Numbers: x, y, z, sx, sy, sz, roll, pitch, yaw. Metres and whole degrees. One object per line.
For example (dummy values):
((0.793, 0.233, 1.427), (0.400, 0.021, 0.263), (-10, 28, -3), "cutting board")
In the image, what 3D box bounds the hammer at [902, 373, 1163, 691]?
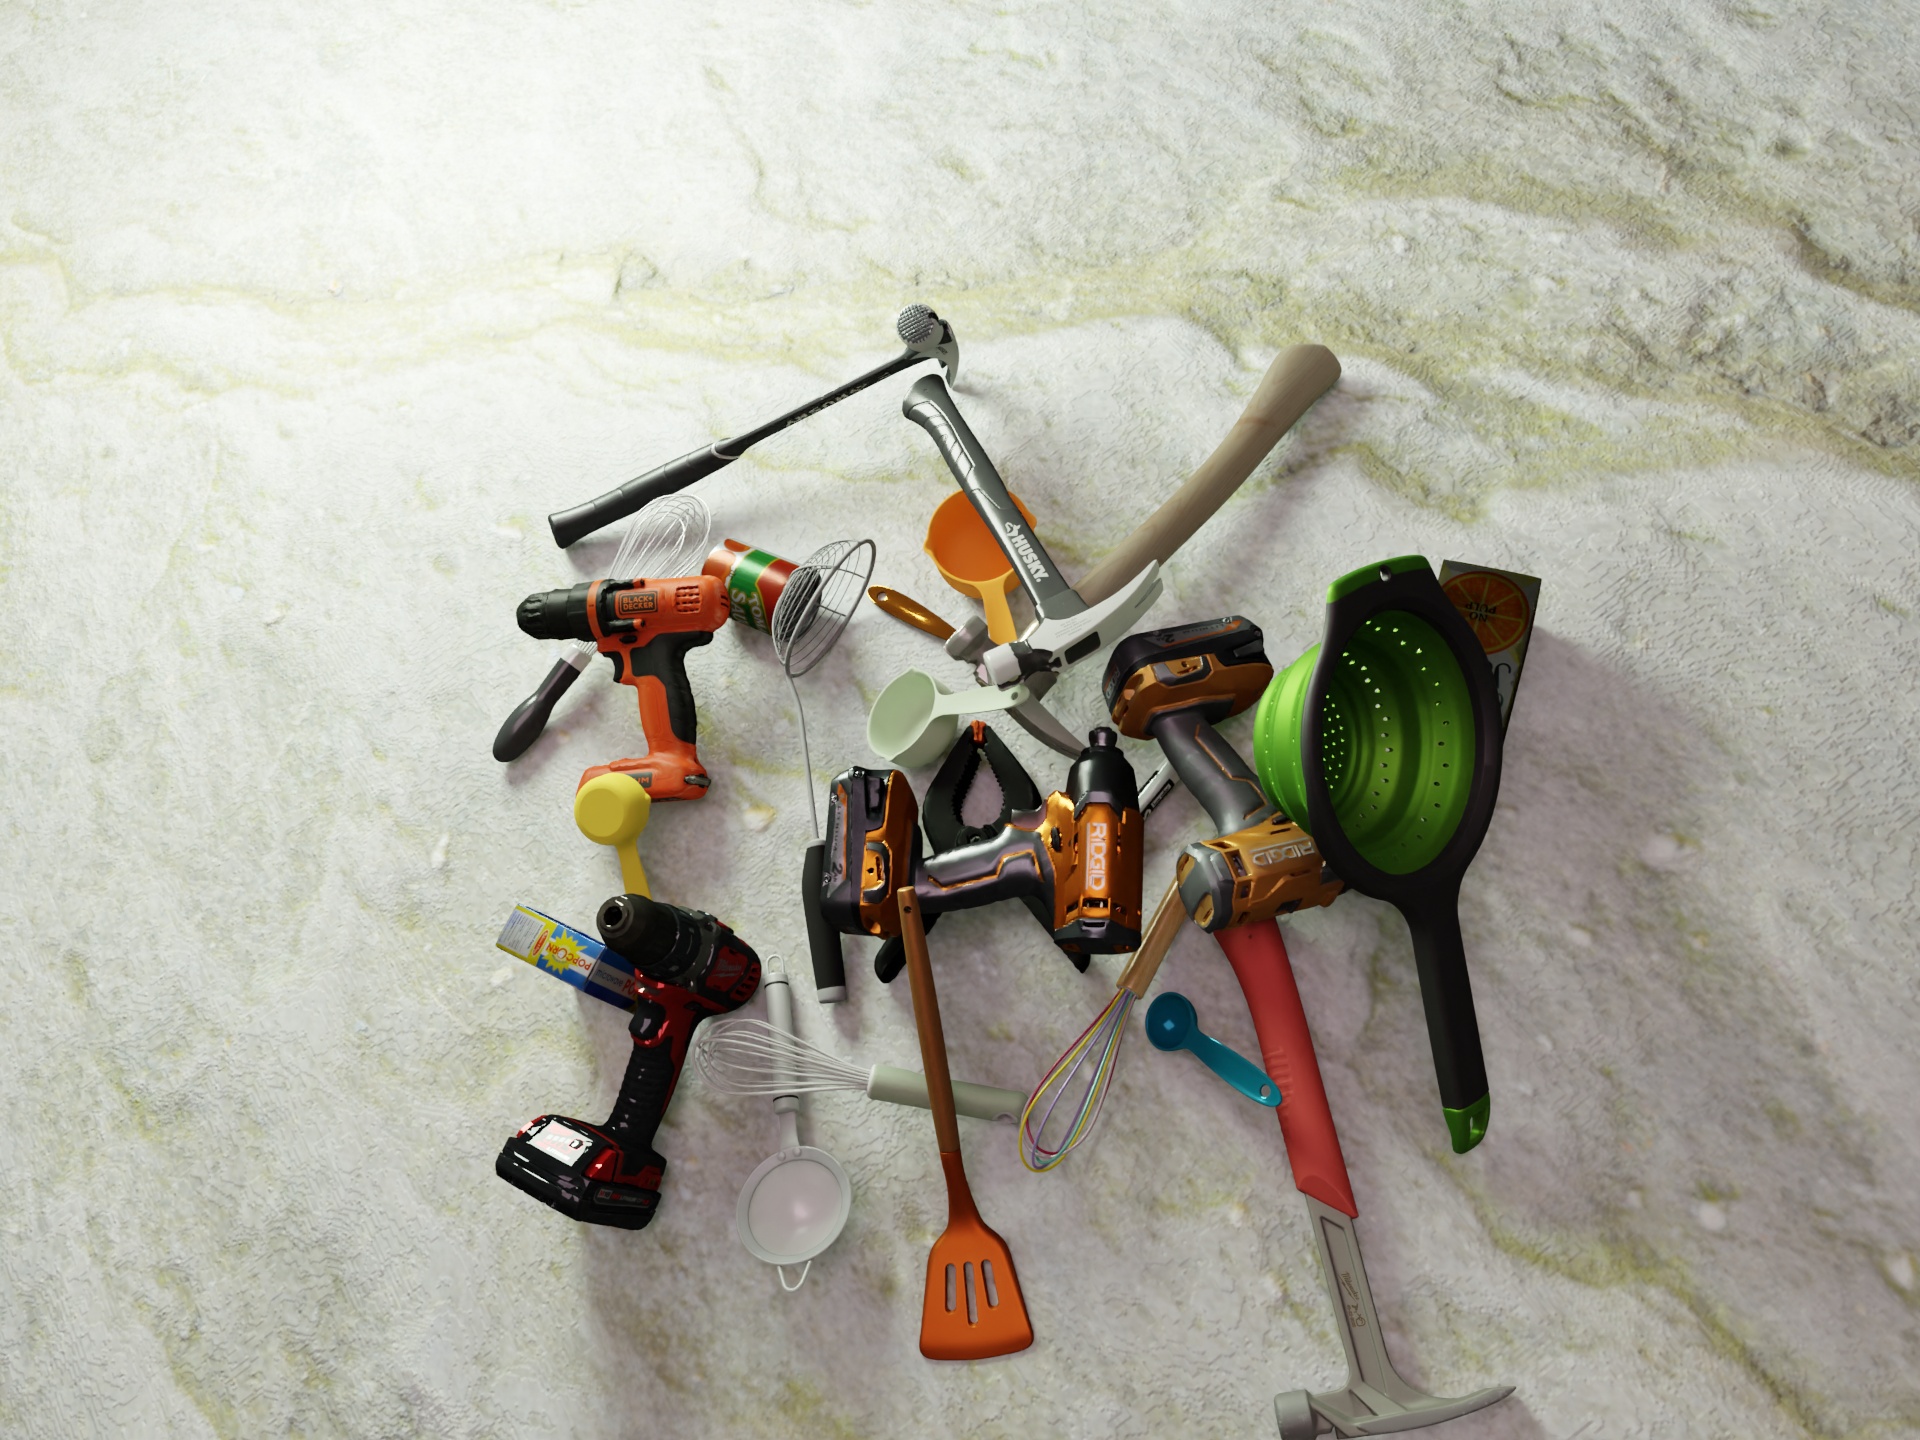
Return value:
((0.034, -0.170, 1.256), (0.146, 0.035, 0.335), (-25, 52, -3), "hammer")

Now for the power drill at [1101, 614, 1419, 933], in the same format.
((0.219, 0.035, 1.159), (0.185, 0.084, 0.226), (-11, 59, -18), "power drill")

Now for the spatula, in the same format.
((-0.012, 0.275, 1.098), (0.081, 0.041, 0.322), (-9, 92, 10), "spatula")

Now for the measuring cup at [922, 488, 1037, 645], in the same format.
((0.028, -0.105, 1.300), (0.095, 0.052, 0.174), (-14, 74, 5), "measuring cup")

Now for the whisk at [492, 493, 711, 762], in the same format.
((-0.310, -0.079, 1.368), (0.070, 0.070, 0.284), (33, 83, 24), "whisk")

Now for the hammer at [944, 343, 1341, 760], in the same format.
((0.176, -0.150, 1.277), (0.146, 0.038, 0.411), (44, 76, 2), "hammer")

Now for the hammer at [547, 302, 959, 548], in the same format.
((-0.185, -0.246, 1.389), (0.409, 0.149, 0.036), (-23, 84, 13), "hammer")

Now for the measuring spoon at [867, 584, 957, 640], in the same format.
((-0.033, -0.084, 1.328), (0.117, 0.011, 0.021), (31, 76, 28), "measuring spoon")

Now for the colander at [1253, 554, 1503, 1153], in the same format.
((0.278, 0.093, 1.060), (0.094, 0.204, 0.397), (-2, 103, 52), "colander")

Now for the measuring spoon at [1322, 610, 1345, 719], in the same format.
((0.285, -0.039, 1.221), (0.034, 0.018, 0.124), (12, 70, 18), "measuring spoon")

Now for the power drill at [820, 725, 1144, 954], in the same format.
((0.021, 0.084, 1.156), (0.226, 0.084, 0.164), (0, 73, 12), "power drill")

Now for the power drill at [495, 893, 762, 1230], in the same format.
((-0.238, 0.236, 1.136), (0.080, 0.187, 0.227), (19, 76, 25), "power drill")

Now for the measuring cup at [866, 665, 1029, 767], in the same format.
((-0.002, -0.004, 1.229), (0.167, 0.038, 0.083), (-9, 59, 42), "measuring cup")

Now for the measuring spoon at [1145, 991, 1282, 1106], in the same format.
((0.179, 0.232, 1.103), (0.129, 0.021, 0.042), (32, 98, 46), "measuring spoon")

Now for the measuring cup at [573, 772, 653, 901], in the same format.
((-0.264, 0.118, 1.249), (0.062, 0.029, 0.156), (-16, 87, 14), "measuring cup")

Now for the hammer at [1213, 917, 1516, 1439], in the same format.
((0.247, 0.286, 1.074), (0.149, 0.036, 0.359), (-14, 64, 7), "hammer")

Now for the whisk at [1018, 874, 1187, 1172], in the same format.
((0.109, 0.211, 1.135), (0.047, 0.051, 0.245), (34, 70, -4), "whisk")

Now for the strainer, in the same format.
((-0.125, 0.290, 1.164), (0.087, 0.050, 0.259), (-14, 58, 8), "strainer")

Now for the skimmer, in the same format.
((-0.090, 0.035, 1.247), (0.090, 0.127, 0.363), (-7, 75, -1), "skimmer")

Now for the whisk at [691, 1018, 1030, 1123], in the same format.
((-0.071, 0.256, 1.139), (0.246, 0.057, 0.059), (10, 52, 1), "whisk")
